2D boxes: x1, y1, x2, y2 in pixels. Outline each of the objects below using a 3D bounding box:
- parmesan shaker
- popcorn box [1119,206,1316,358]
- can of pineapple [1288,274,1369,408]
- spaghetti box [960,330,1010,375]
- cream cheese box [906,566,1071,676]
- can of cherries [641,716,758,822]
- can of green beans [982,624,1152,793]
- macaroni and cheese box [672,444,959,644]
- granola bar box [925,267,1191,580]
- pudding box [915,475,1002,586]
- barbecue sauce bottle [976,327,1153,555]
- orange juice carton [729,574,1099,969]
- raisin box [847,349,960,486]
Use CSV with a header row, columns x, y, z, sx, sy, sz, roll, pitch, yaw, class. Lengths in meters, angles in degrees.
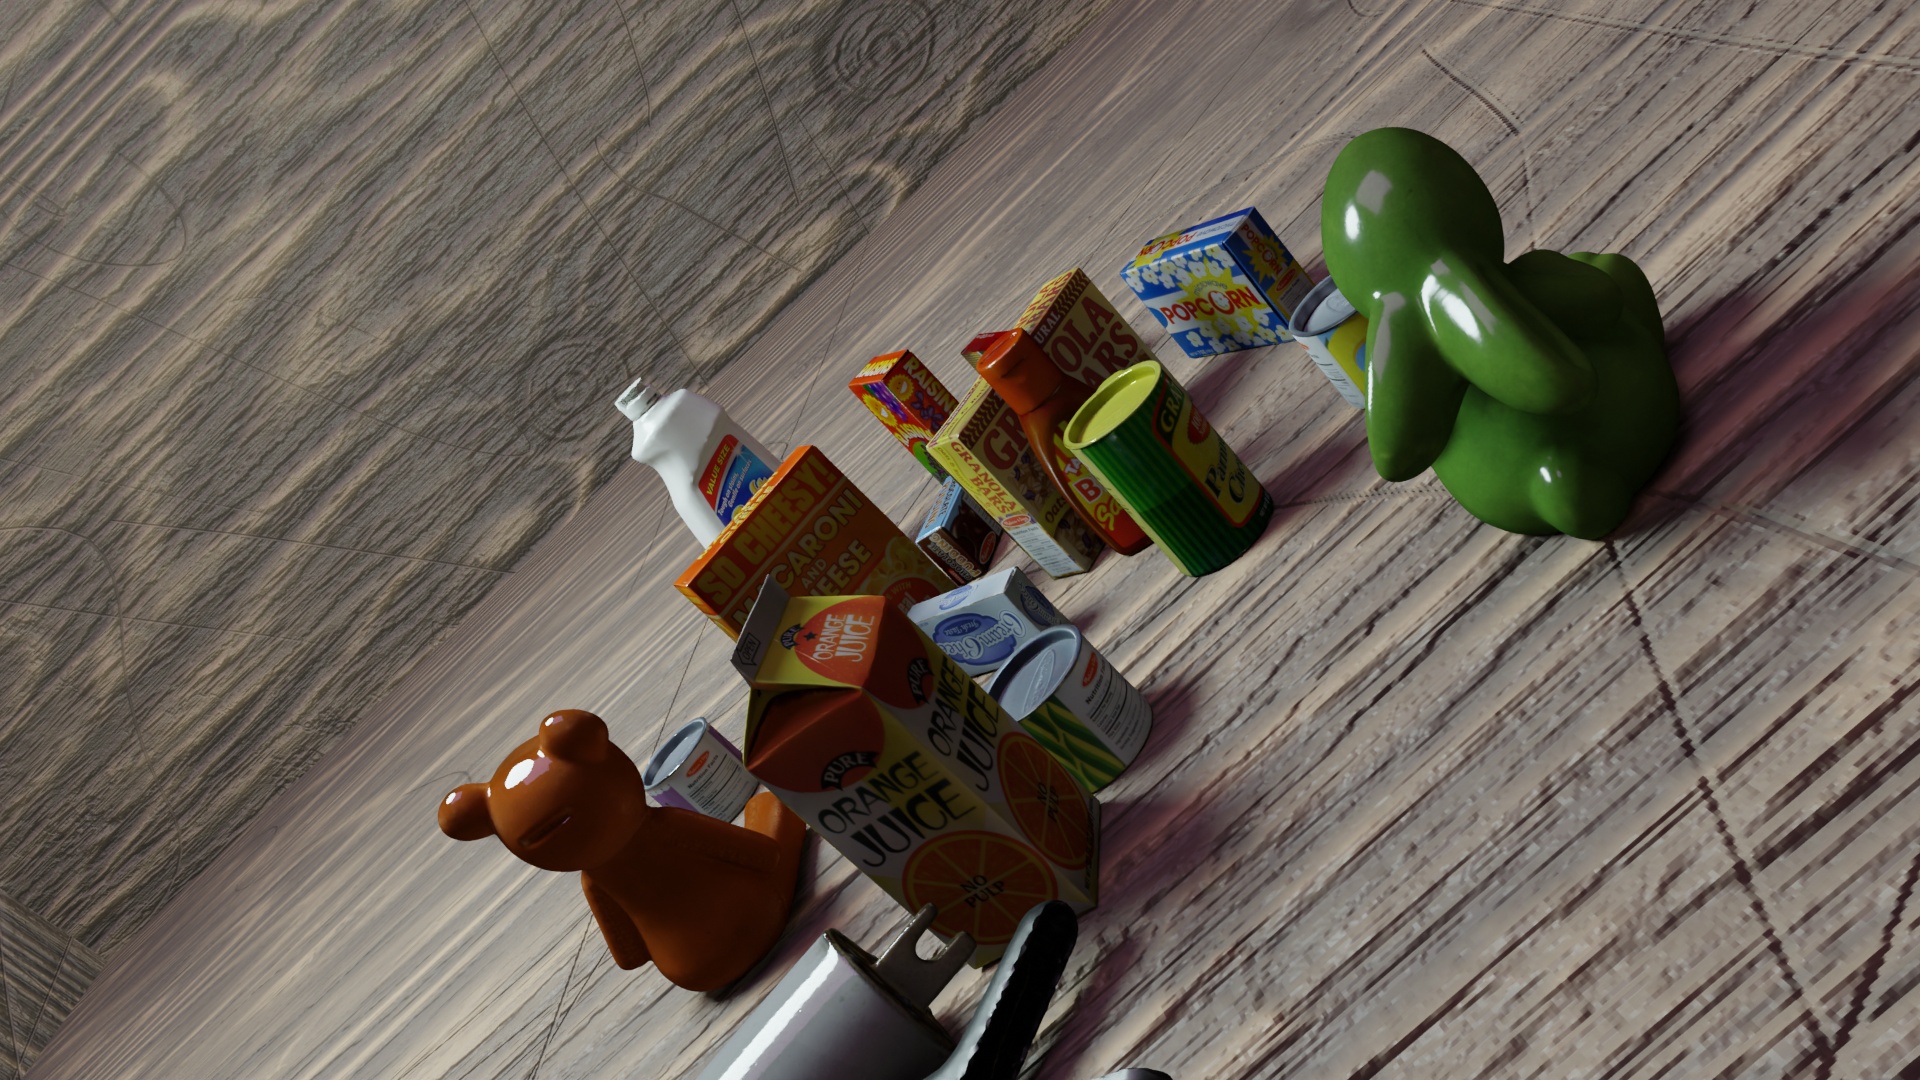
x,y,z,sx,sy,sz,roll,pitch,yaw,class
0.114,-0.040,0.758,0.071,0.103,0.071,-39,19,16,parmesan shaker
0.176,-0.171,0.939,0.038,0.085,0.126,-50,19,-16,popcorn box
0.225,-0.115,0.760,0.071,0.058,0.071,-39,19,16,can of pineapple
0.067,-0.155,1.185,0.029,0.050,0.250,-48,19,-10,spaghetti box
0.014,0.053,0.847,0.103,0.053,0.024,-23,28,47,cream cheese box
-0.189,0.171,1.007,0.071,0.058,0.072,-39,19,16,can of cherries
0.053,0.085,0.691,0.071,0.057,0.071,-39,19,16,can of green beans
-0.083,0.039,0.900,0.124,0.166,0.040,-50,19,-17,macaroni and cheese box
0.067,-0.076,0.901,0.039,0.124,0.166,-18,31,53,granola bar box
0.004,-0.013,1.014,0.030,0.049,0.084,-31,23,35,pudding box
0.071,-0.061,0.823,0.065,0.148,0.044,-40,19,12,barbecue sauce bottle
-0.026,0.096,0.619,0.073,0.192,0.072,-36,20,24,orange juice carton
-0.027,-0.100,1.148,0.040,0.123,0.086,-49,19,-13,raisin box
